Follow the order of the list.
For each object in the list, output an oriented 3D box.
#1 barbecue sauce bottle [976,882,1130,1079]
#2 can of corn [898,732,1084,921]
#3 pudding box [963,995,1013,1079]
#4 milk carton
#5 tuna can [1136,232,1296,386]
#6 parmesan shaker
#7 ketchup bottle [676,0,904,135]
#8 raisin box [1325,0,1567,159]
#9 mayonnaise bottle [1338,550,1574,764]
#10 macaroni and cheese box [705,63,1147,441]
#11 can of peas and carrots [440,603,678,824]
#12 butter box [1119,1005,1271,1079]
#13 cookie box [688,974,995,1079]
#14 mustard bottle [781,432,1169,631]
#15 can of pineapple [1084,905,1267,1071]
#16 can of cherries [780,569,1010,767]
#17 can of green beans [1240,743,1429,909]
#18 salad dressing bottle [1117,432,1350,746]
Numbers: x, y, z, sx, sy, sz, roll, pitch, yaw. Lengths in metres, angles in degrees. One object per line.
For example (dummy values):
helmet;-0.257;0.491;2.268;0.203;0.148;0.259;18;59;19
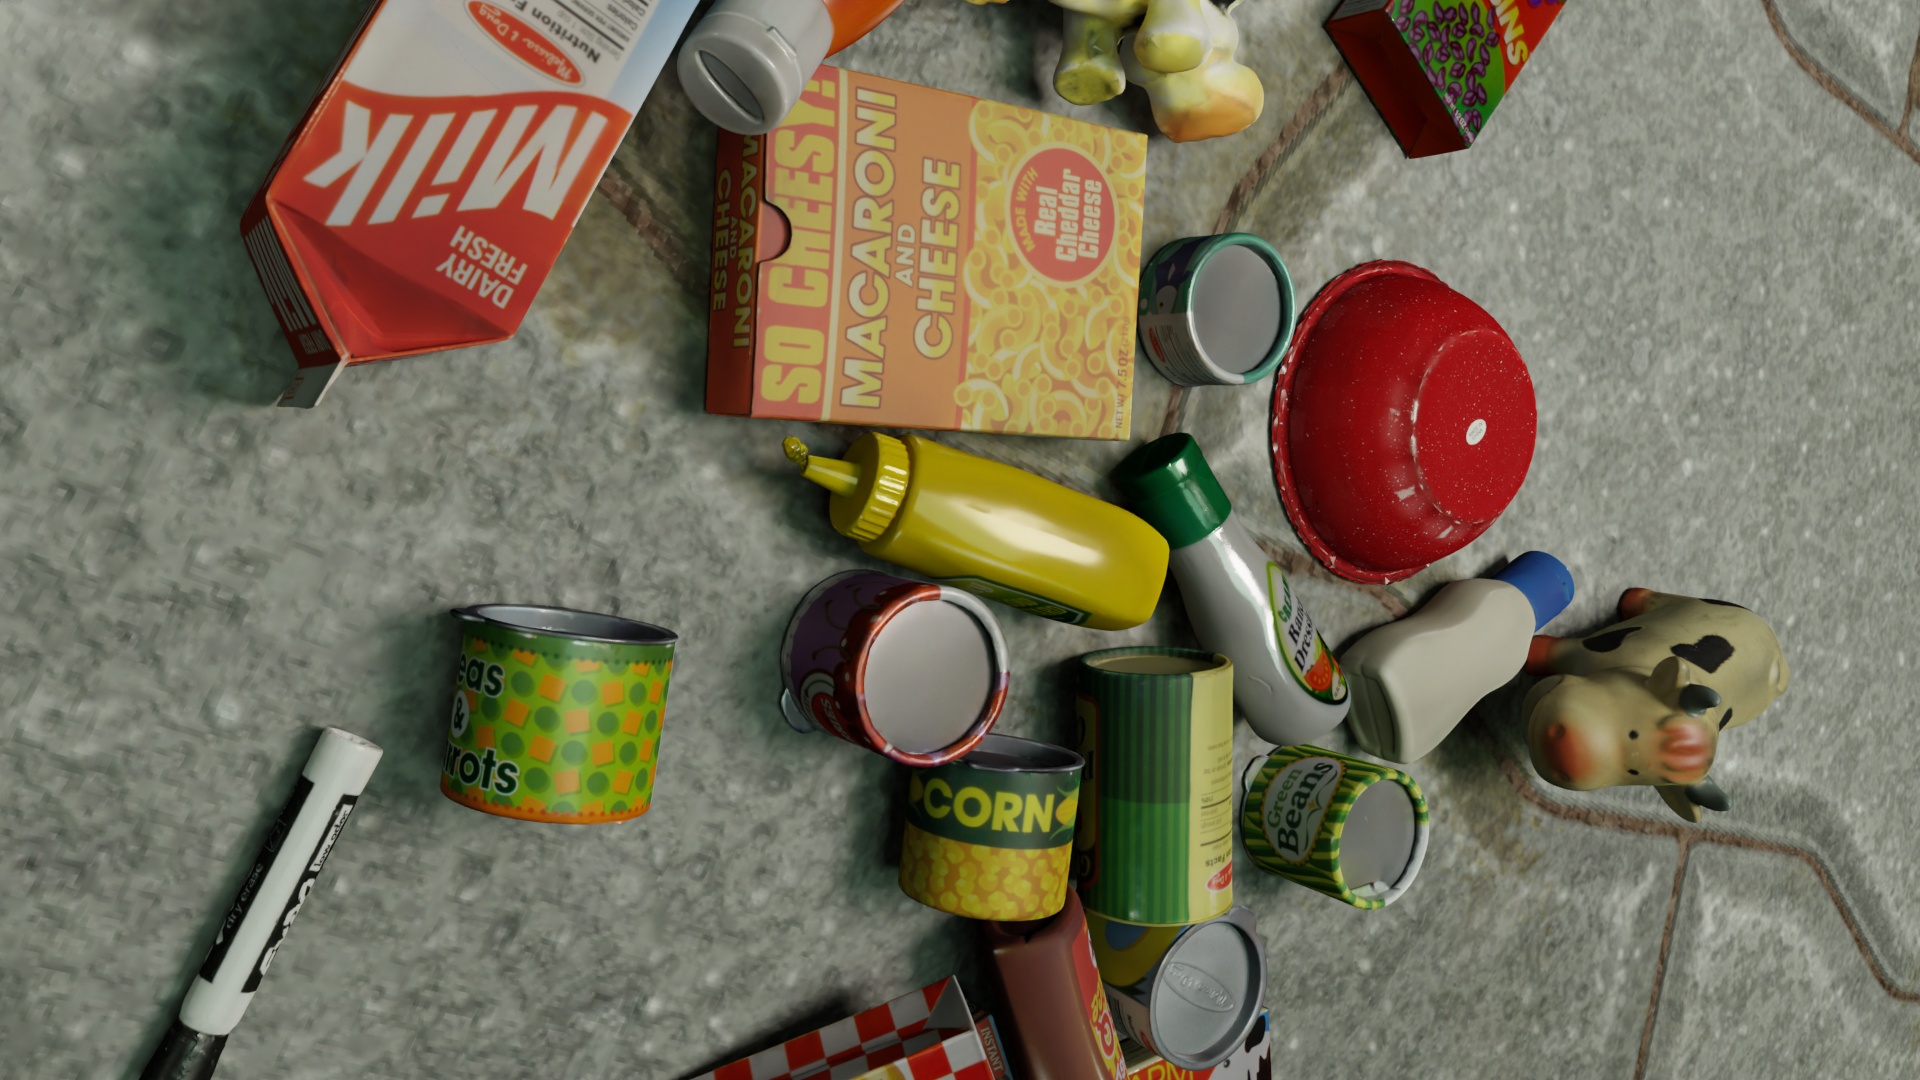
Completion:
barbecue sauce bottle;0.046;0.218;0.565;0.043;0.065;0.148;-15;97;6
can of corn;0.011;0.109;0.536;0.071;0.071;0.058;6;92;-33
pudding box;-0.002;0.233;0.563;0.050;0.030;0.083;-25;108;-29
milk carton;-0.148;-0.122;0.409;0.073;0.072;0.191;31;77;-31
tuna can;0.113;-0.102;0.604;0.071;0.033;0.071;-4;97;-32
parmesan shaker;0.082;0.100;0.585;0.071;0.071;0.103;-4;96;-33
ketchup bottle;-0.045;-0.192;0.456;0.064;0.043;0.149;45;49;-30
raisin box;0.239;-0.259;0.667;0.086;0.040;0.124;44;73;-27
mayonnaise bottle;0.256;0.052;0.708;0.149;0.041;0.064;-29;111;-29
macaroni and cheese box;-0.008;-0.103;0.520;0.167;0.040;0.123;1;94;-33
can of peas and carrots;-0.129;0.054;0.441;0.071;0.071;0.058;8;91;-33
butter box;0.097;0.249;0.632;0.104;0.024;0.053;-10;100;-32
cookie box;-0.031;0.262;0.517;0.123;0.040;0.167;-20;106;-8
mustard bottle;0.002;-0.007;0.525;0.160;0.065;0.049;19;79;-27
can of pineapple;0.090;0.184;0.601;0.071;0.058;0.071;-4;97;-33
can of cherries;-0.025;0.048;0.513;0.071;0.058;0.071;-4;97;-33
can of green beans;0.176;0.133;0.652;0.071;0.058;0.071;-4;97;-33
salad dressing bottle;0.120;0.022;0.610;0.147;0.044;0.064;56;33;-18
